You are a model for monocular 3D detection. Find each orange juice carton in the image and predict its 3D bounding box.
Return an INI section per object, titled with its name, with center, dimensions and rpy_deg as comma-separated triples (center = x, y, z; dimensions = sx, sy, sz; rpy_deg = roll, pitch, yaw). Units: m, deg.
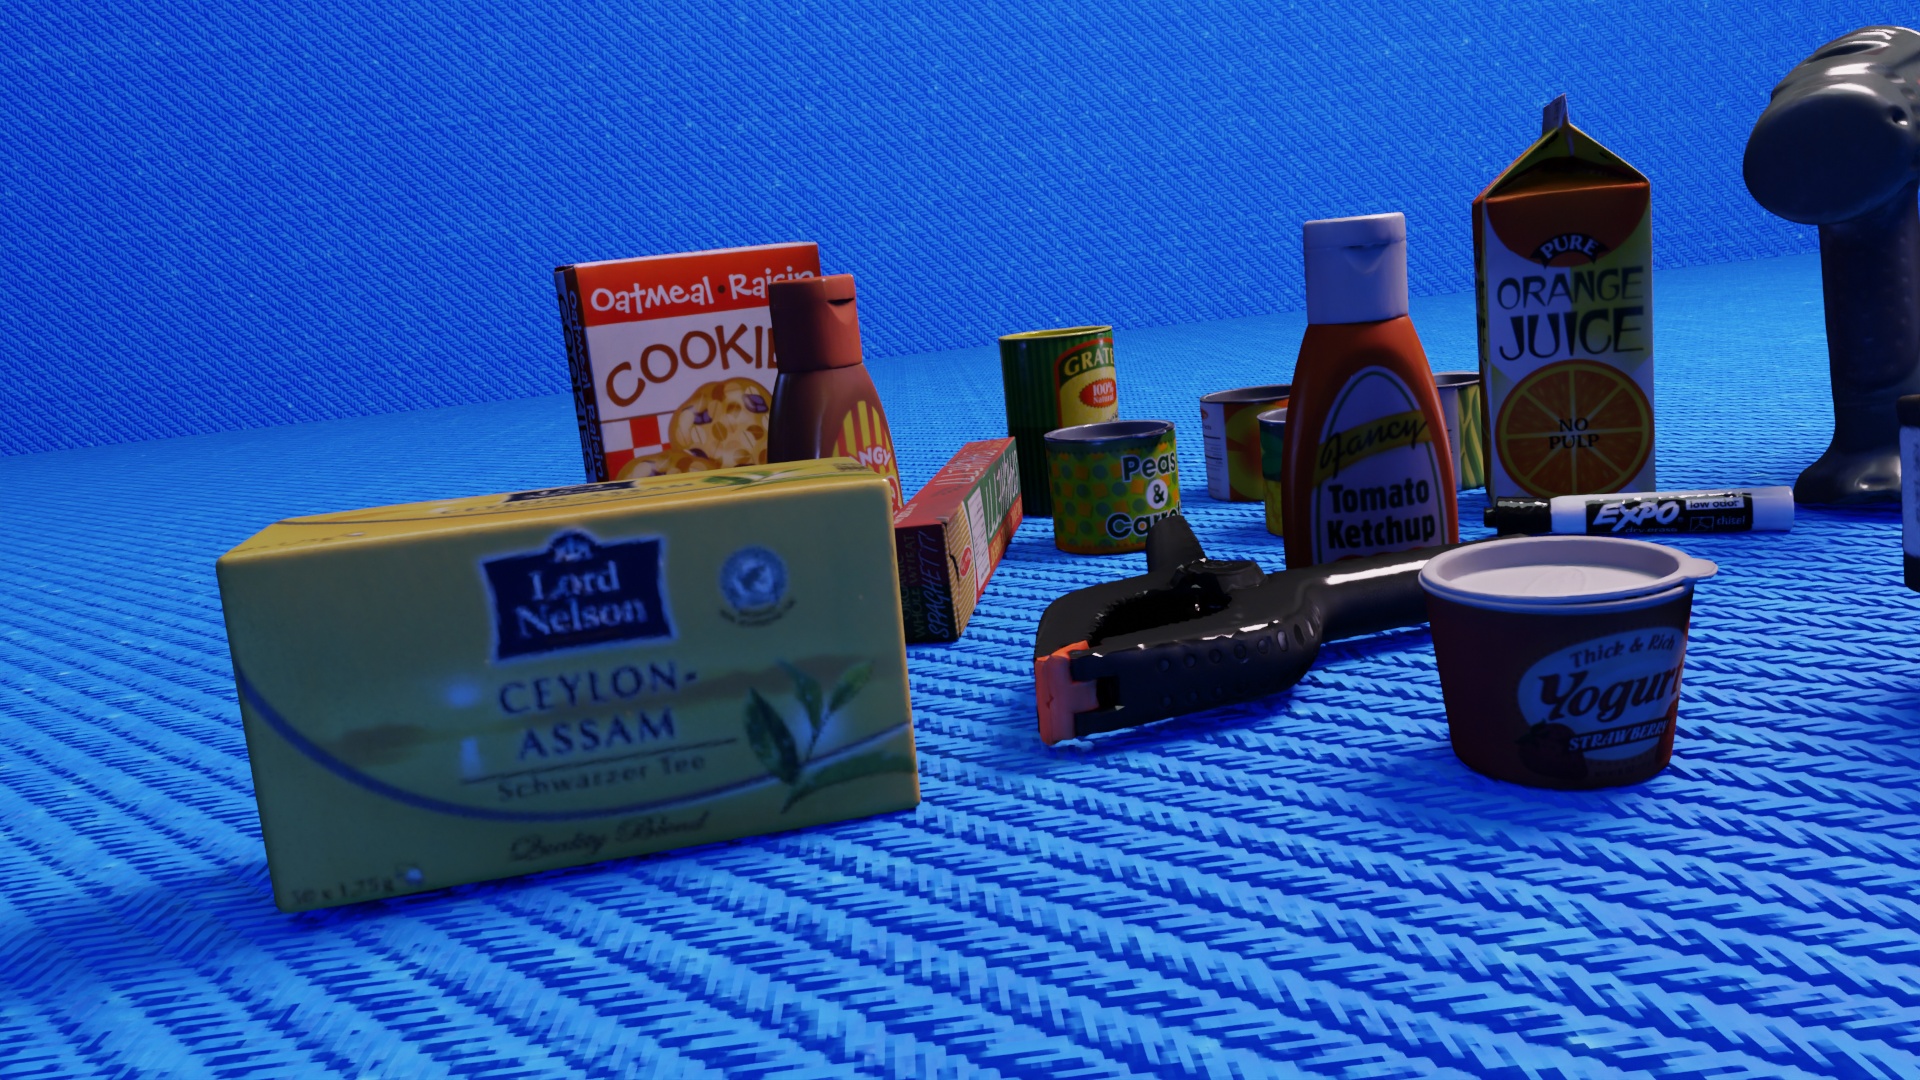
[orange juice carton]
center = 0.288, -0.113, 0.667
dimensions = 0.073, 0.192, 0.072
rpy_deg = -3, 11, 17

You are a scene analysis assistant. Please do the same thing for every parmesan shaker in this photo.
[parmesan shaker]
center = 0.062, -0.071, 0.812
dimensions = 0.071, 0.103, 0.071
rpy_deg = -6, 11, 1

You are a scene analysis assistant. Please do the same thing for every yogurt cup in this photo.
[yogurt cup]
center = 0.159, 0.032, 0.371
dimensions = 0.072, 0.053, 0.072
rpy_deg = -6, 11, 1

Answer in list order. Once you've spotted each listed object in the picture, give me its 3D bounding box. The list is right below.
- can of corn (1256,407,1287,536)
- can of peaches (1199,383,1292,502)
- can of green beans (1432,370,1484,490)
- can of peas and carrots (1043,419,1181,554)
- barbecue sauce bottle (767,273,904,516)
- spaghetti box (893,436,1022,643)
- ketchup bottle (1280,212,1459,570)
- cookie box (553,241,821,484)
[can of corn]
center = 0.182, -0.036, 0.684
dimensions = 0.071, 0.058, 0.071
rpy_deg = -6, 11, 1
[can of peaches]
center = 0.174, -0.056, 0.792
dimensions = 0.071, 0.058, 0.071
rpy_deg = -6, 11, 1
[can of green beans]
center = 0.260, -0.060, 0.764
dimensions = 0.071, 0.057, 0.071
rpy_deg = -6, 11, 1
[can of peas and carrots]
center = 0.079, -0.028, 0.700
dimensions = 0.071, 0.058, 0.071
rpy_deg = -6, 11, 1
[barbecue sauce bottle]
center = -0.055, -0.038, 0.593
dimensions = 0.043, 0.148, 0.065
rpy_deg = 2, 14, 37
[spaghetti box]
center = 0.002, -0.008, 0.667
dimensions = 0.029, 0.050, 0.251
rpy_deg = -5, 11, 9
[ketchup bottle]
center = 0.151, -0.046, 0.523
dimensions = 0.065, 0.148, 0.043
rpy_deg = -6, 11, 3
[cookie box]
center = -0.122, -0.057, 0.679
dimensions = 0.123, 0.167, 0.040
rpy_deg = -13, 12, -30
